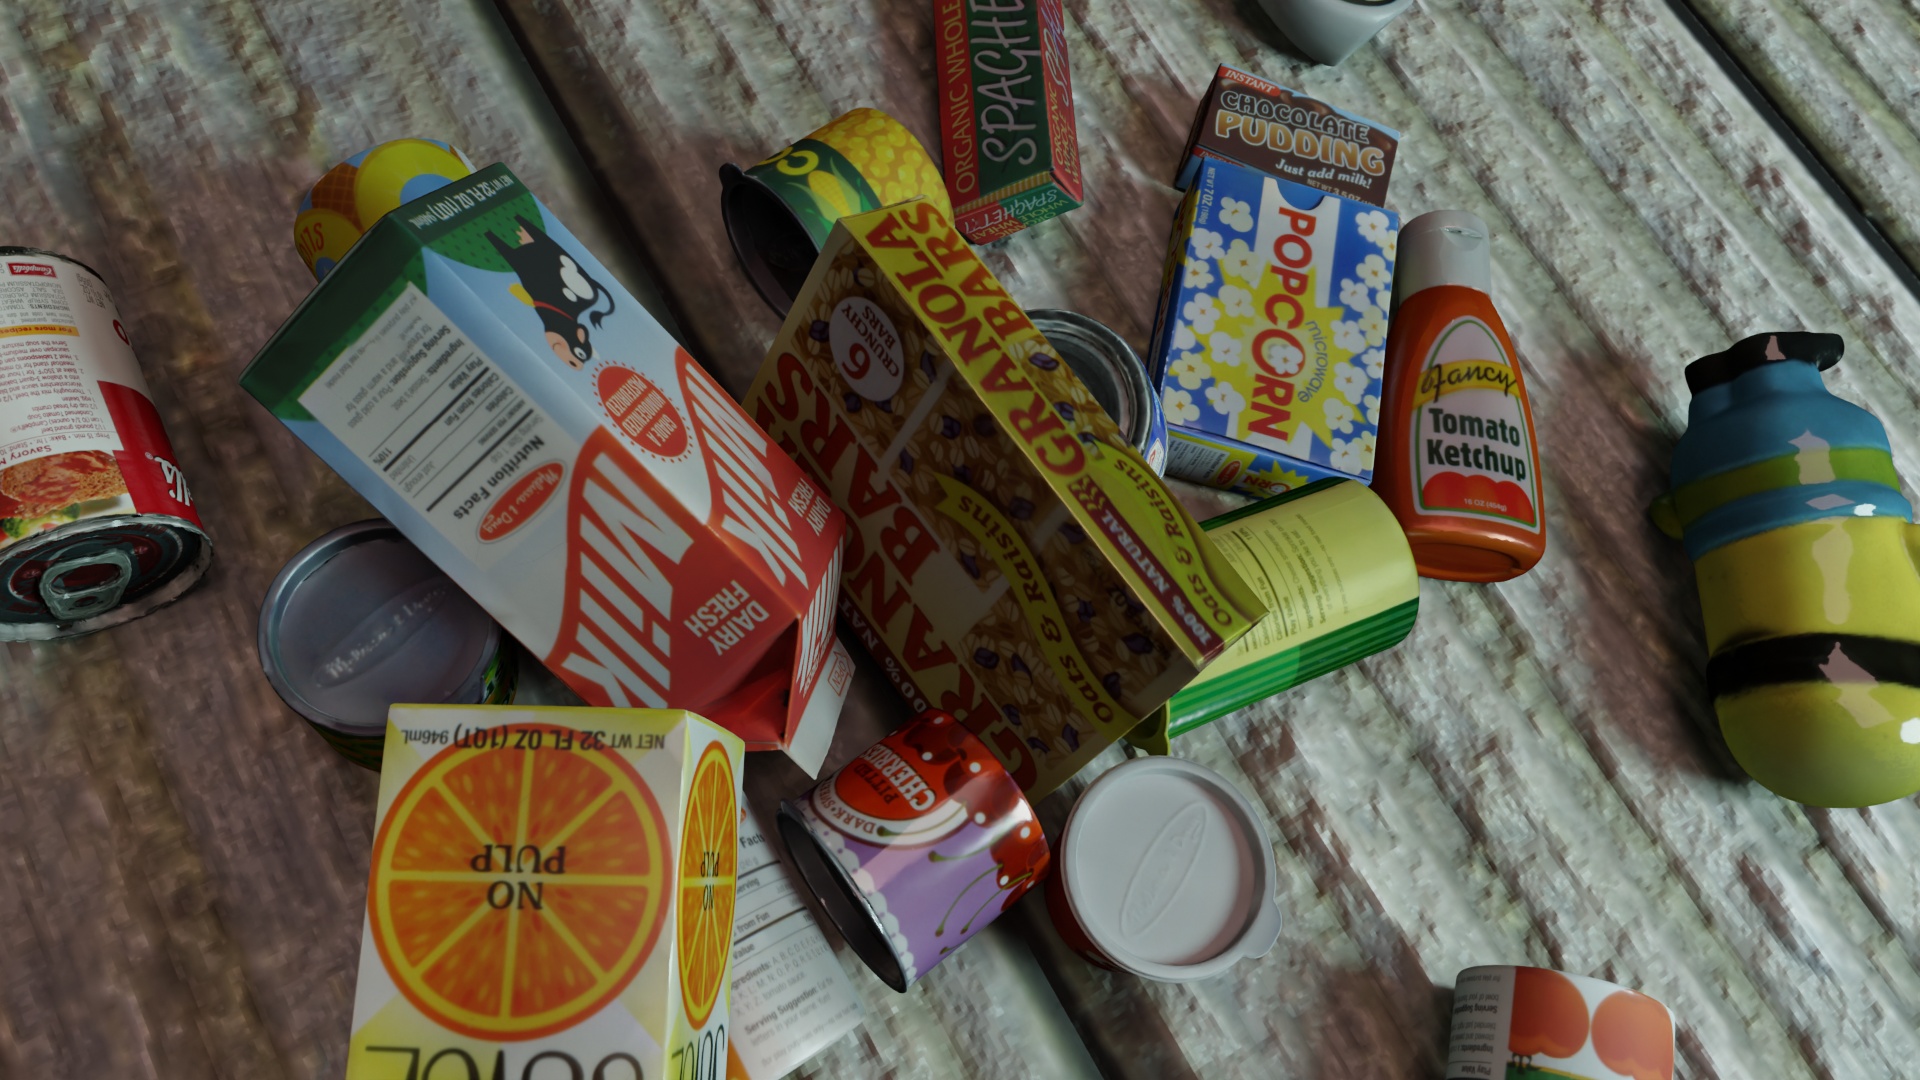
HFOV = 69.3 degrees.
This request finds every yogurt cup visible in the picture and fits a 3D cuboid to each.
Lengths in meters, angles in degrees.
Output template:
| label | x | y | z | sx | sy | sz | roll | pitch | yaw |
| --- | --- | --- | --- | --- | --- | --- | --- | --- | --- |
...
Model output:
| label | x | y | z | sx | sy | sz | roll | pitch | yaw |
| --- | --- | --- | --- | --- | --- | --- | --- | --- | --- |
| yogurt cup | 0.059 | 0.108 | 0.443 | 0.072 | 0.053 | 0.072 | 4 | 67 | -10 |

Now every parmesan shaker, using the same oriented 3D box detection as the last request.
| label | x | y | z | sx | sy | sz | roll | pitch | yaw |
| --- | --- | --- | --- | --- | --- | --- | --- | --- | --- |
| parmesan shaker | 0.098 | 0.026 | 0.480 | 0.103 | 0.071 | 0.071 | -18 | 73 | -19 |

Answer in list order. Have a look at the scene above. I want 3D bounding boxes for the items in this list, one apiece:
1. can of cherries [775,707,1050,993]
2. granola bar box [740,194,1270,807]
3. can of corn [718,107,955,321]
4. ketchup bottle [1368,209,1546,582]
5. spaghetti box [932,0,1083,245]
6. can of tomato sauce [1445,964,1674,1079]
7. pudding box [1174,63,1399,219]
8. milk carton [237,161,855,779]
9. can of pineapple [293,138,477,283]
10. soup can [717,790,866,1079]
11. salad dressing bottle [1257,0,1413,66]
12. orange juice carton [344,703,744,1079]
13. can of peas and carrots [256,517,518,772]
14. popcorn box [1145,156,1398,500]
| label | x | y | z | sx | sy | sz | roll | pitch | yaw |
| --- | --- | --- | --- | --- | --- | --- | --- | --- | --- |
| can of cherries | -0.015 | 0.092 | 0.426 | 0.058 | 0.071 | 0.071 | -33 | 78 | -22 |
| granola bar box | 0.002 | -0.006 | 0.439 | 0.039 | 0.123 | 0.166 | -28 | 75 | -39 |
| can of corn | -0.046 | -0.118 | 0.508 | 0.058 | 0.071 | 0.071 | -37 | 79 | -23 |
| ketchup bottle | 0.192 | -0.059 | 0.547 | 0.065 | 0.043 | 0.149 | 10 | 66 | -7 |
| spaghetti box | 0.013 | -0.239 | 0.580 | 0.050 | 0.028 | 0.251 | -16 | 65 | 27 |
| can of tomato sauce | 0.186 | 0.183 | 0.431 | 0.071 | 0.071 | 0.083 | 18 | 65 | -4 |
| pudding box | 0.138 | -0.161 | 0.585 | 0.084 | 0.030 | 0.050 | 21 | 64 | -3 |
| milk carton | -0.102 | -0.011 | 0.413 | 0.190 | 0.073 | 0.073 | 47 | 21 | -14 |
| can of pineapple | -0.182 | -0.092 | 0.470 | 0.071 | 0.070 | 0.058 | -32 | 77 | -21 |
| soup can | -0.077 | 0.121 | 0.406 | 0.071 | 0.071 | 0.084 | -27 | 76 | -20 |
| salad dressing bottle | 0.136 | -0.280 | 0.608 | 0.064 | 0.044 | 0.147 | -41 | 95 | -22 |
| orange juice carton | -0.097 | 0.138 | 0.327 | 0.072 | 0.073 | 0.193 | 1 | 76 | 2 |
| can of peas and carrots | -0.170 | 0.035 | 0.424 | 0.071 | 0.058 | 0.071 | 4 | 68 | -10 |
| popcorn box | 0.120 | -0.079 | 0.543 | 0.085 | 0.038 | 0.127 | 15 | 66 | -4 |
